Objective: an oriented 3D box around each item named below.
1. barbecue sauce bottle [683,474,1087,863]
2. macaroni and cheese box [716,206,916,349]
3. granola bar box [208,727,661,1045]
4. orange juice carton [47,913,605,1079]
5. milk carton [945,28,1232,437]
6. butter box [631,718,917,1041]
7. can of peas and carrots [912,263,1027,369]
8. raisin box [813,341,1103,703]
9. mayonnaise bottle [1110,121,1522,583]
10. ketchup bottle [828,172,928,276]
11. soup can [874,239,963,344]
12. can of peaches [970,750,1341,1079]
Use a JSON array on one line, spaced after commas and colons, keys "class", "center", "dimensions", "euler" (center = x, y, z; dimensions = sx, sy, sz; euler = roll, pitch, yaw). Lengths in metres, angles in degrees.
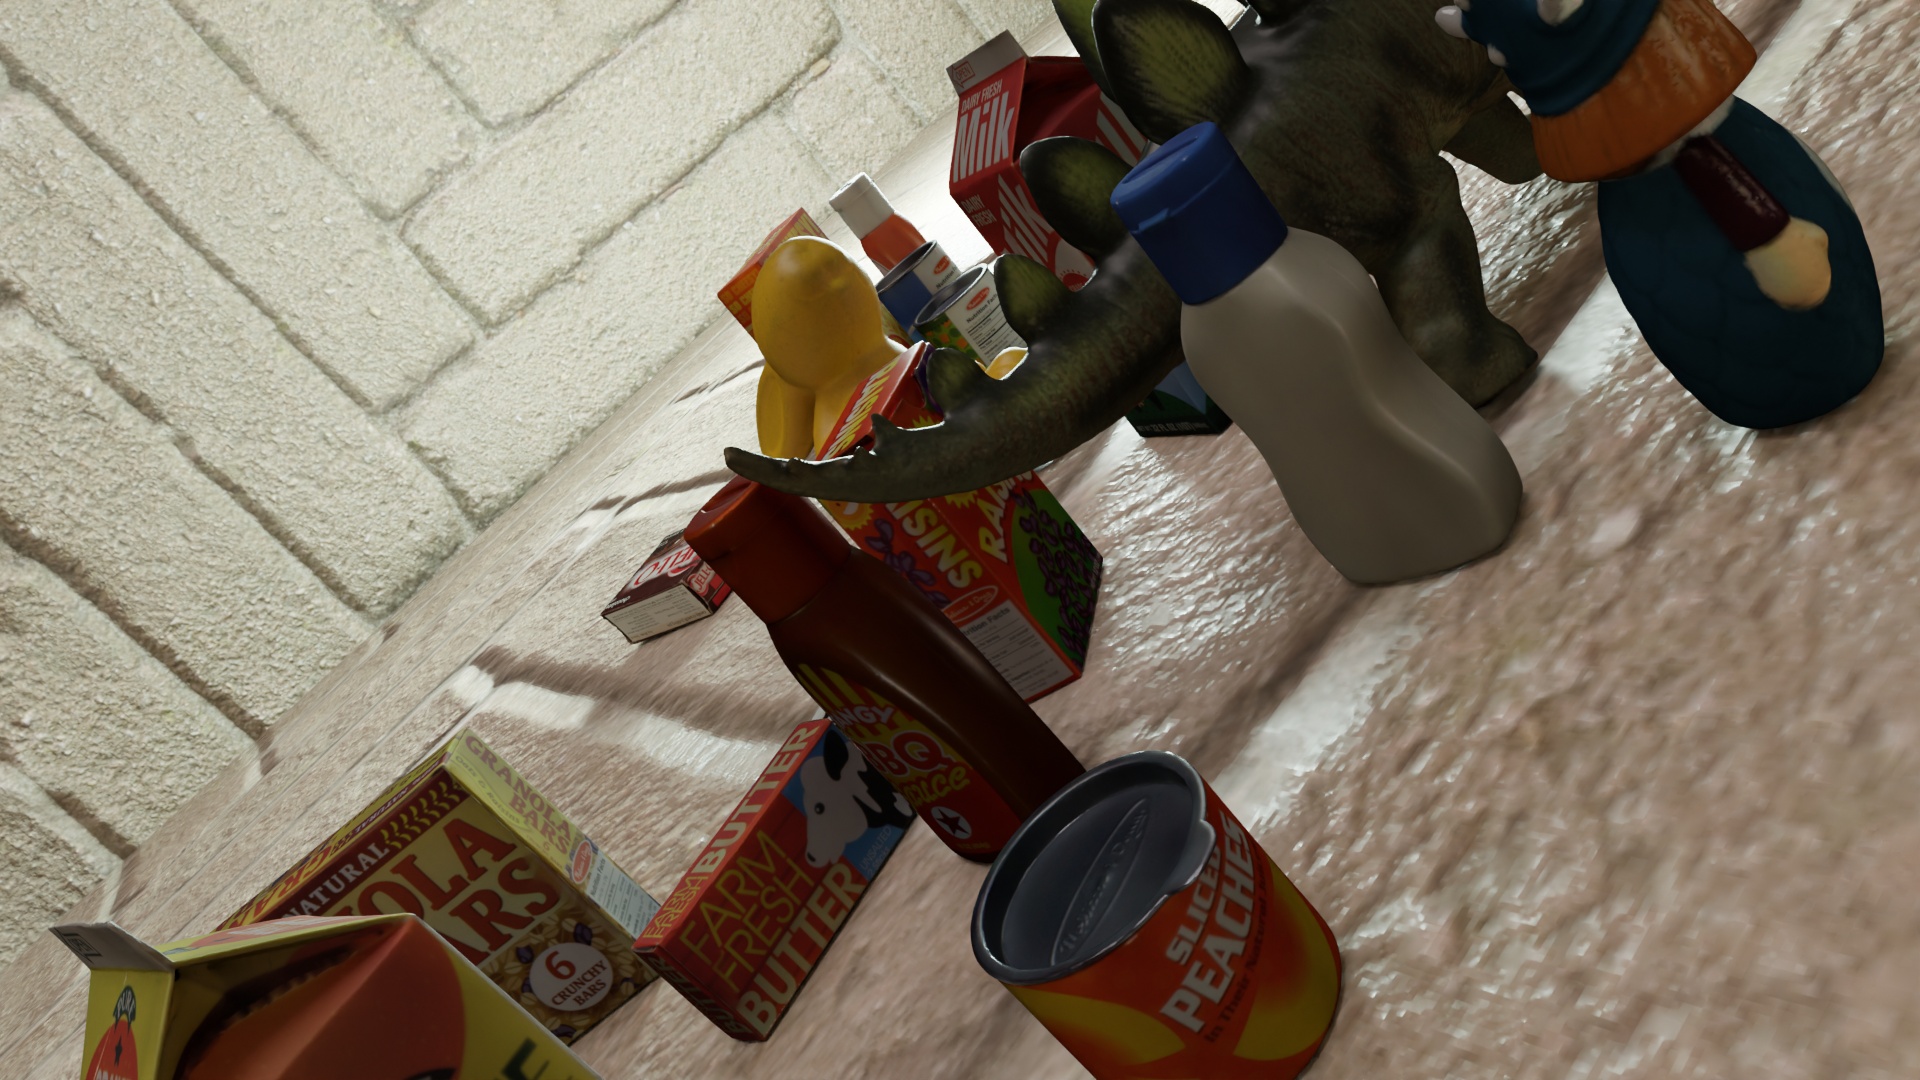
[{"class": "barbecue sauce bottle", "center": [-0.025, 0.040, 0.444], "dimensions": [0.064, 0.148, 0.044], "euler": [-18, 29, 51]}, {"class": "macaroni and cheese box", "center": [-0.077, -0.126, 0.910], "dimensions": [0.040, 0.166, 0.124], "euler": [-33, 19, 23]}, {"class": "granola bar box", "center": [-0.221, 0.173, 0.563], "dimensions": [0.165, 0.124, 0.039], "euler": [-39, 18, 6]}, {"class": "orange juice carton", "center": [-0.120, 0.147, 0.311], "dimensions": [0.071, 0.192, 0.073], "euler": [-20, 27, 49]}, {"class": "milk carton", "center": [0.065, -0.140, 0.620], "dimensions": [0.073, 0.190, 0.072], "euler": [-45, 18, -14]}, {"class": "butter box", "center": [-0.063, 0.118, 0.491], "dimensions": [0.024, 0.053, 0.104], "euler": [-18, 29, 51]}, {"class": "can of peas and carrots", "center": [0.009, -0.149, 0.965], "dimensions": [0.071, 0.058, 0.071], "euler": [-36, 18, 14]}, {"class": "raisin box", "center": [0.002, -0.007, 0.540], "dimensions": [0.040, 0.123, 0.086], "euler": [-31, 20, 28]}, {"class": "mayonnaise bottle", "center": [0.102, -0.053, 0.408], "dimensions": [0.064, 0.148, 0.041], "euler": [-20, 27, 49]}, {"class": "ketchup bottle", "center": [-0.041, -0.217, 1.081], "dimensions": [0.043, 0.148, 0.065], "euler": [-43, 18, -7]}, {"class": "soup can", "center": [-0.019, -0.169, 1.029], "dimensions": [0.071, 0.083, 0.071], "euler": [-36, 18, 14]}, {"class": "can of peaches", "center": [0.047, 0.093, 0.322], "dimensions": [0.071, 0.058, 0.071], "euler": [-36, 18, 14]}]
